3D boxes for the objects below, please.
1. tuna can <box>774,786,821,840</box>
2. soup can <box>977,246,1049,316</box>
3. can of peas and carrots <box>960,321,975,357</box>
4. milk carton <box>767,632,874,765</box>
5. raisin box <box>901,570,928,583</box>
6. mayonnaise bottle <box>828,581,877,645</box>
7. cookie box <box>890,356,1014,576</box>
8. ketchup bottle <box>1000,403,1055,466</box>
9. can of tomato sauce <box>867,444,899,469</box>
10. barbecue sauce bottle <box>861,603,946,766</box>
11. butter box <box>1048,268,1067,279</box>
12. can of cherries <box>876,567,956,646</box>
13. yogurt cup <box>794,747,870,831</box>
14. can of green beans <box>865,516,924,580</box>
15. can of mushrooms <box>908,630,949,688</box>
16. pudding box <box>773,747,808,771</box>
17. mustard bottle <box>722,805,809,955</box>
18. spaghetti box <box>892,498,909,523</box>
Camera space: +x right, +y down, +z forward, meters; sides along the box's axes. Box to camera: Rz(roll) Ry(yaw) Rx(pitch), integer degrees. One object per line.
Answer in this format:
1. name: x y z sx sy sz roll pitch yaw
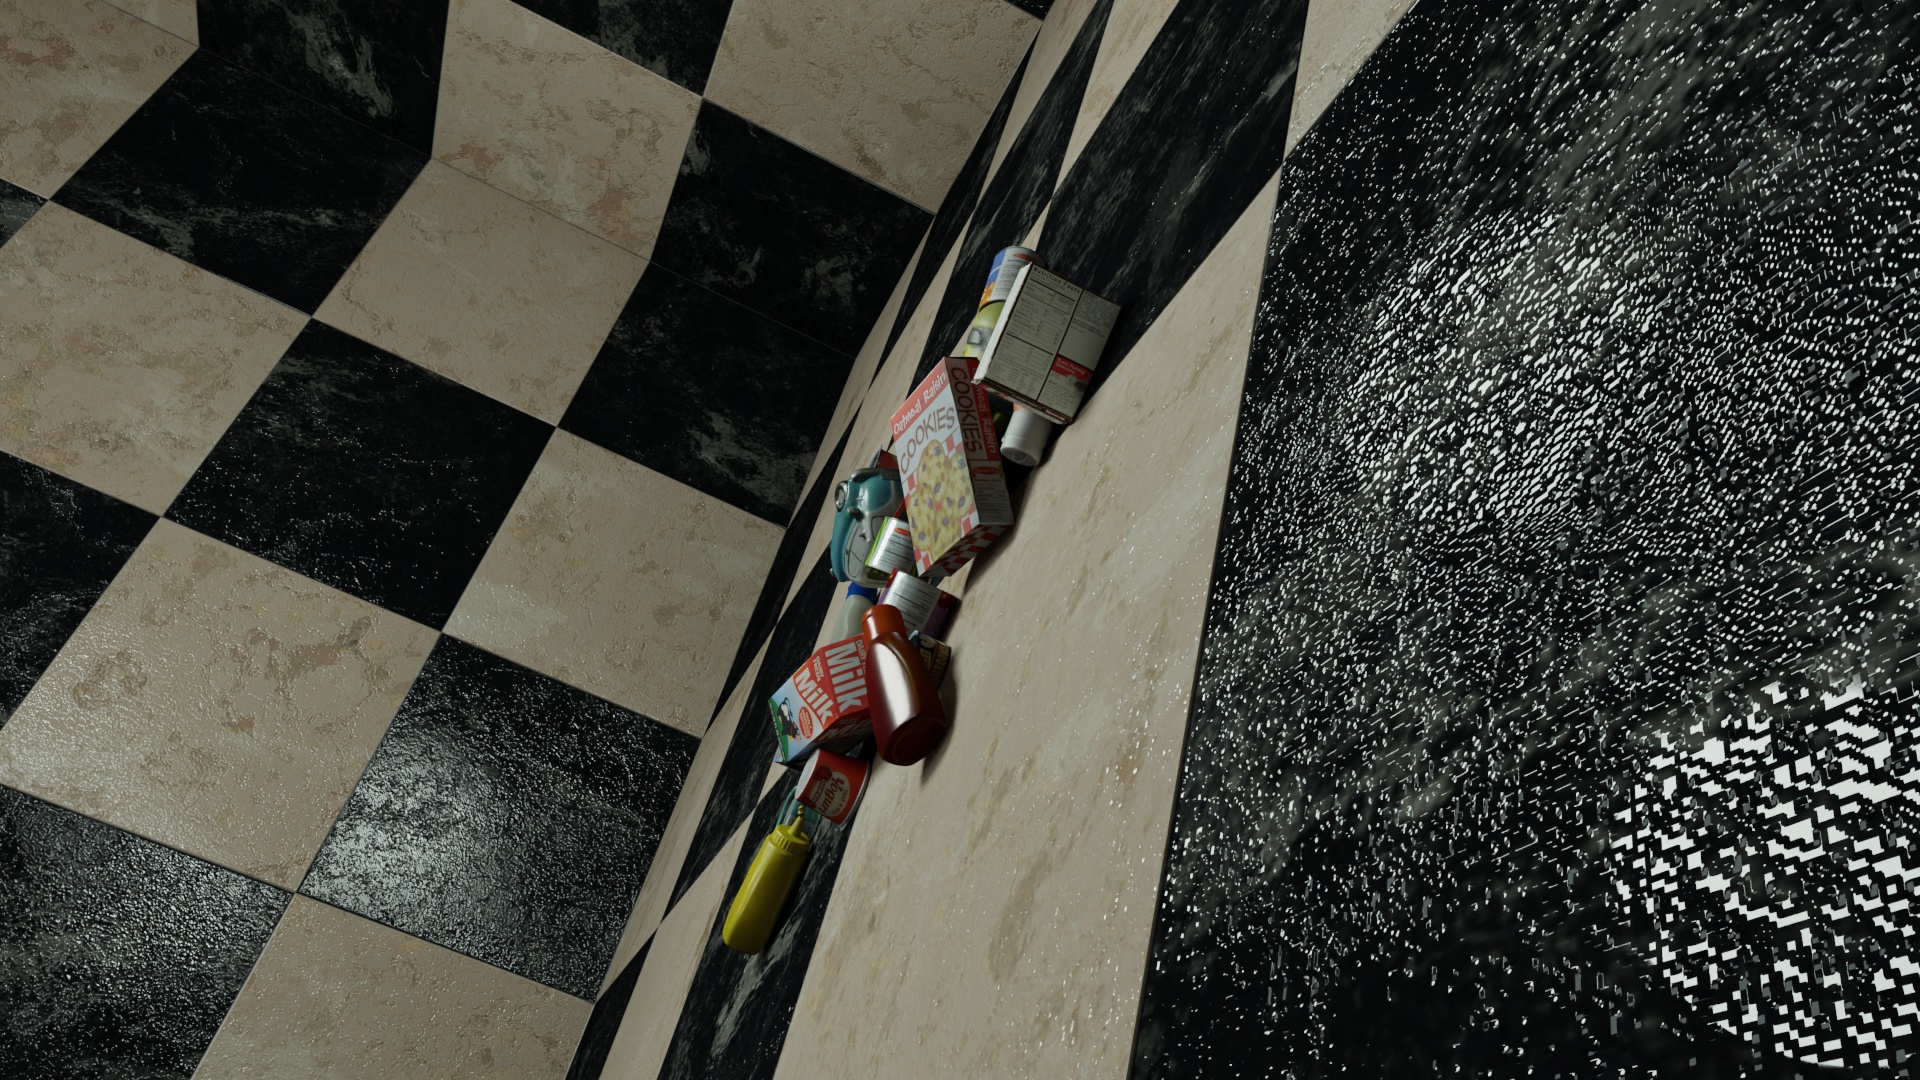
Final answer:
1. tuna can: -0.173 0.298 1.490 0.070 0.033 0.071 -61 12 22
2. soup can: 0.059 -0.276 1.561 0.071 0.071 0.084 -51 18 54
3. can of peas and carrots: 0.034 -0.196 1.487 0.058 0.071 0.071 -56 14 43
4. milk carton: -0.115 0.151 1.342 0.189 0.073 0.072 -43 58 53
5. raisin box: -0.076 0.104 1.440 0.086 0.040 0.122 -84 20 -62
6. mayonnaise bottle: -0.132 0.104 1.709 0.064 0.041 0.149 -55 13 36
7. cookie box: -0.010 -0.067 1.274 0.122 0.040 0.168 -42 53 53
8. ketchup bottle: 0.076 -0.139 1.226 0.064 0.043 0.149 127 166 -73
9. can of tomato sauce: -0.074 -0.068 1.692 0.071 0.083 0.071 -61 11 21
10. barbecue sauce bottle: -0.054 0.115 1.166 0.064 0.043 0.149 -51 35 25
11. butter box: 0.094 -0.245 1.434 0.053 0.024 0.104 -63 10 17
12. can of cherries: -0.045 0.065 1.299 0.058 0.071 0.071 -66 10 -3
13. yogurt cup: -0.124 0.234 1.336 0.072 0.054 0.073 -61 11 20
14. can of green beans: -0.062 0.014 1.500 0.058 0.071 0.071 -67 11 -8
15. can of mushrooms: -0.037 0.116 1.233 0.070 0.033 0.071 -61 11 20
16. pudding box: -0.184 0.251 1.603 0.083 0.050 0.030 151 141 -74
17. mustard bottle: -0.193 0.347 1.435 0.160 0.049 0.065 -63 11 7
18. spaghetti box: -0.003 -0.093 1.495 0.248 0.050 0.029 -58 14 33
